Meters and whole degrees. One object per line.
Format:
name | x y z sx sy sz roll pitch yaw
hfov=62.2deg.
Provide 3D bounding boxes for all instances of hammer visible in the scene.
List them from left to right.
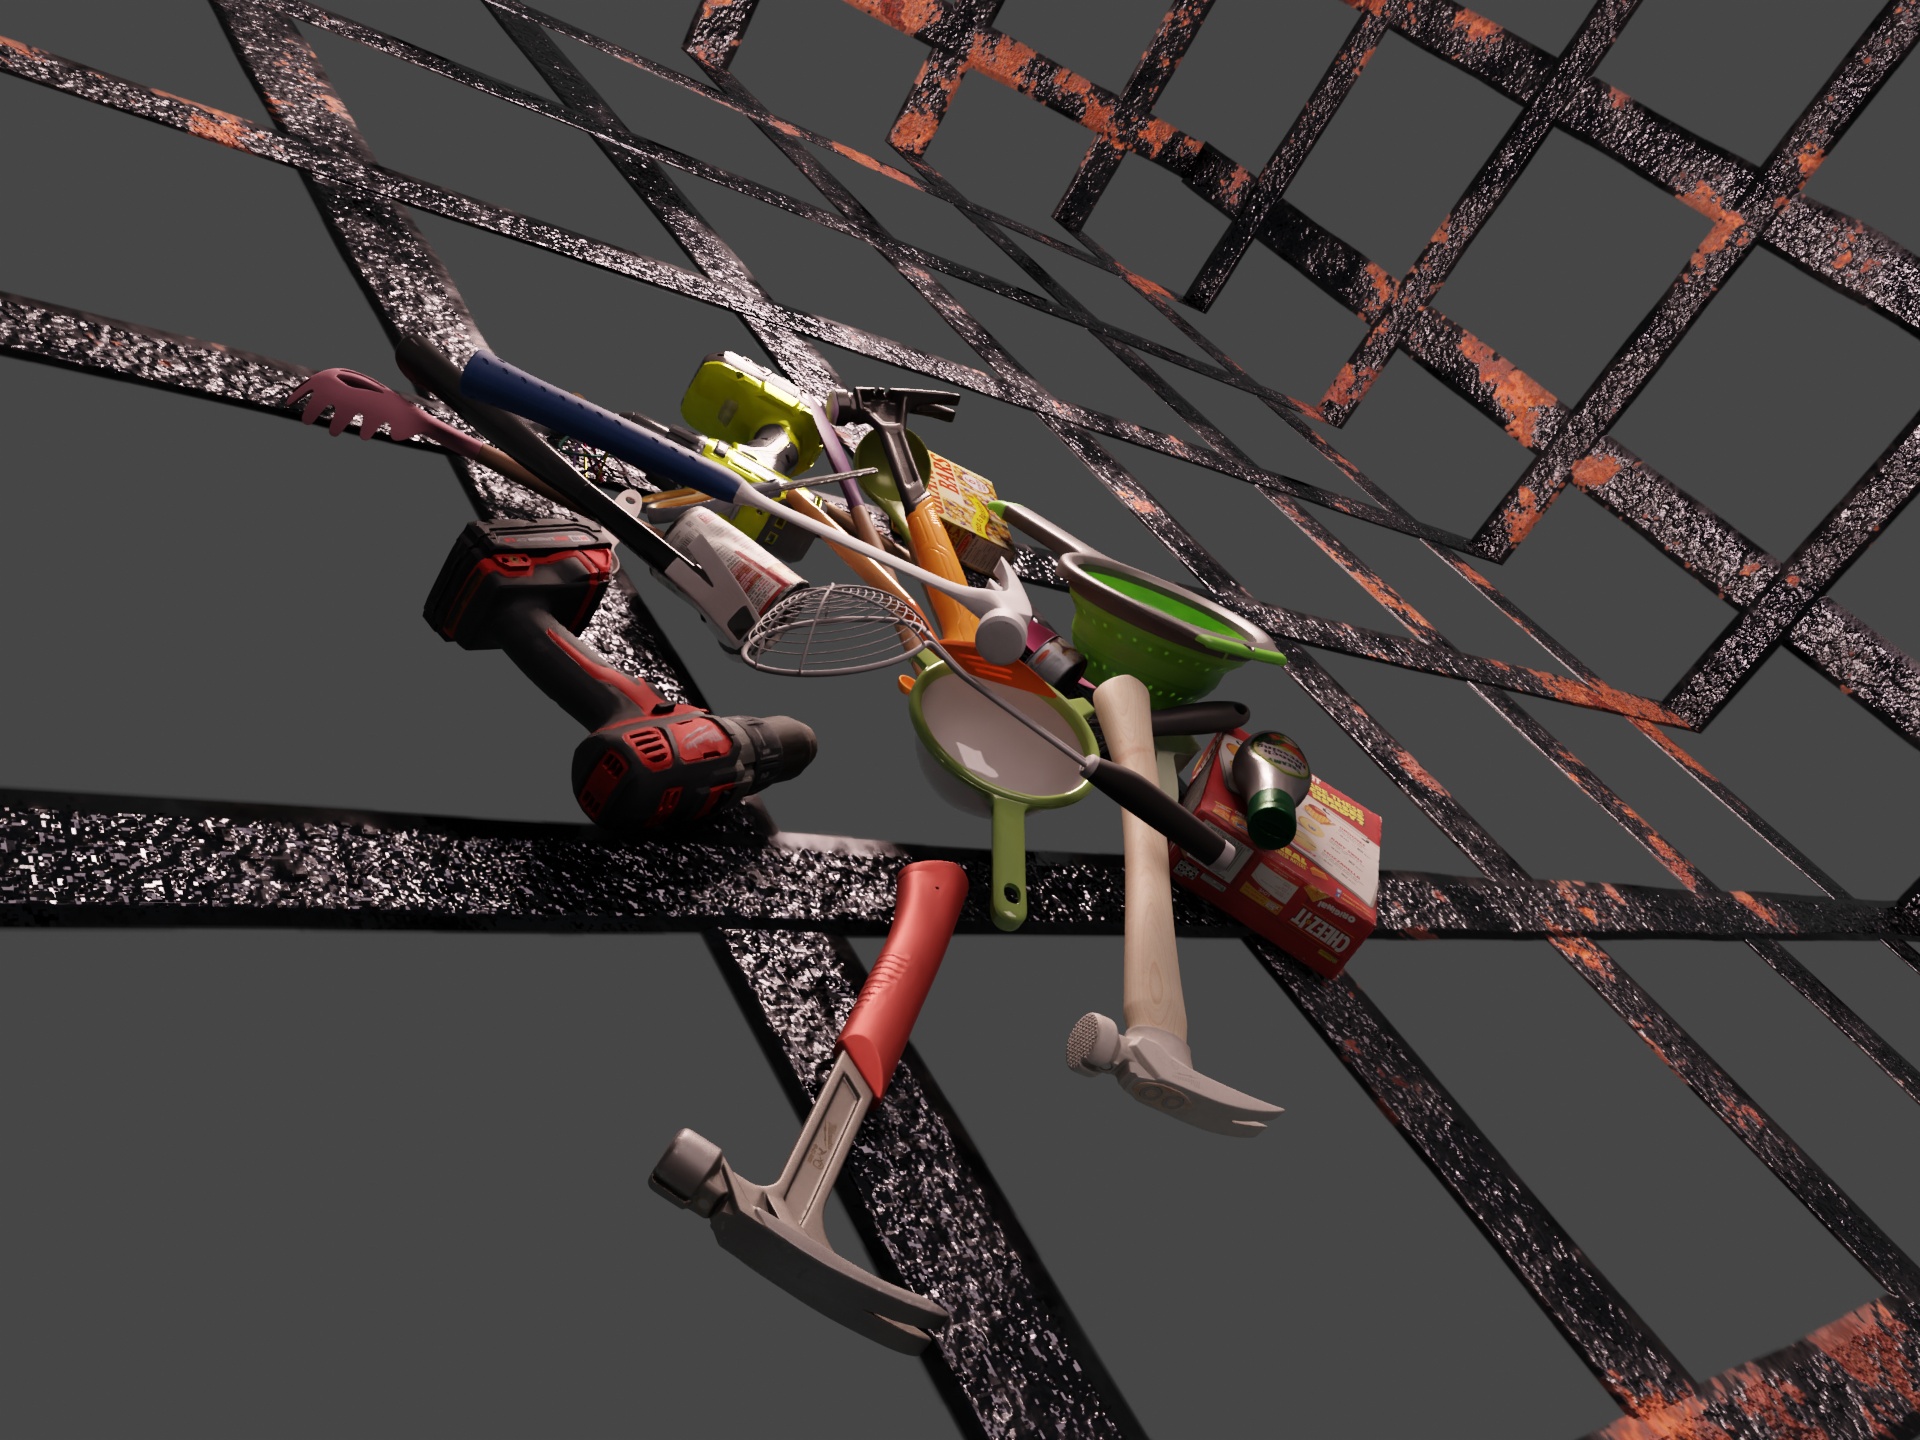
hammer | -0.275 -0.168 1.116 0.335 0.035 0.146 39 -11 13
hammer | -0.138 -0.150 1.074 0.405 0.035 0.144 24 20 -4
hammer | -0.039 0.178 0.871 0.149 0.036 0.359 32 25 -1
hammer | -0.024 -0.170 1.403 0.127 0.034 0.337 -3 54 -21
hammer | 0.140 0.109 1.135 0.146 0.038 0.411 26 35 -18

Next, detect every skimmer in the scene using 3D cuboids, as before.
skimmer | 0.023 0.019 1.098 0.363 0.090 0.127 35 18 -9

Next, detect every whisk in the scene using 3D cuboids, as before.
whisk | -0.298 -0.228 1.260 0.051 0.047 0.245 -11 23 -14
whisk | 0.148 0.006 1.325 0.239 0.055 0.055 -6 43 -30

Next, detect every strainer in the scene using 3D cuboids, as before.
strainer | 0.023 0.062 1.133 0.151 0.069 0.257 17 40 -15

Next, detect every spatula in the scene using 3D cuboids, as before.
spatula | -0.081 -0.163 1.370 0.316 0.018 0.059 68 10 27
spatula | -0.046 -0.105 1.209 0.323 0.041 0.080 46 5 40

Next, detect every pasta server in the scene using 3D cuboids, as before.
pasta server | -0.339 -0.183 1.193 0.316 0.040 0.060 26 25 -25

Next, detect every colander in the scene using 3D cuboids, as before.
colander | 0.125 -0.102 1.470 0.204 0.094 0.398 10 19 -37

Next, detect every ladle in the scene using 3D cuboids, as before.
ladle | -0.030 -0.150 1.425 0.078 0.062 0.321 2 45 -26

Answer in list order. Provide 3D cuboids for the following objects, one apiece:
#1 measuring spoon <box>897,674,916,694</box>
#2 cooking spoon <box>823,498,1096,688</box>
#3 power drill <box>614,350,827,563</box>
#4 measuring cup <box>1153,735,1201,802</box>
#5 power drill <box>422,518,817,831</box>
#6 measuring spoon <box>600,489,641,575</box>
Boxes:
measuring spoon | -0.002 -0.004 1.283 0.116 0.011 0.021 29 25 -17
cooking spoon | -0.005 -0.119 1.476 0.319 0.017 0.069 33 27 -1
power drill | -0.205 -0.242 1.398 0.190 0.080 0.229 27 28 -14
measuring cup | 0.166 0.041 1.365 0.083 0.038 0.168 28 27 -11
power drill | -0.208 -0.028 1.006 0.227 0.080 0.188 46 28 19
measuring spoon | -0.262 -0.138 1.190 0.034 0.018 0.124 28 34 -13
